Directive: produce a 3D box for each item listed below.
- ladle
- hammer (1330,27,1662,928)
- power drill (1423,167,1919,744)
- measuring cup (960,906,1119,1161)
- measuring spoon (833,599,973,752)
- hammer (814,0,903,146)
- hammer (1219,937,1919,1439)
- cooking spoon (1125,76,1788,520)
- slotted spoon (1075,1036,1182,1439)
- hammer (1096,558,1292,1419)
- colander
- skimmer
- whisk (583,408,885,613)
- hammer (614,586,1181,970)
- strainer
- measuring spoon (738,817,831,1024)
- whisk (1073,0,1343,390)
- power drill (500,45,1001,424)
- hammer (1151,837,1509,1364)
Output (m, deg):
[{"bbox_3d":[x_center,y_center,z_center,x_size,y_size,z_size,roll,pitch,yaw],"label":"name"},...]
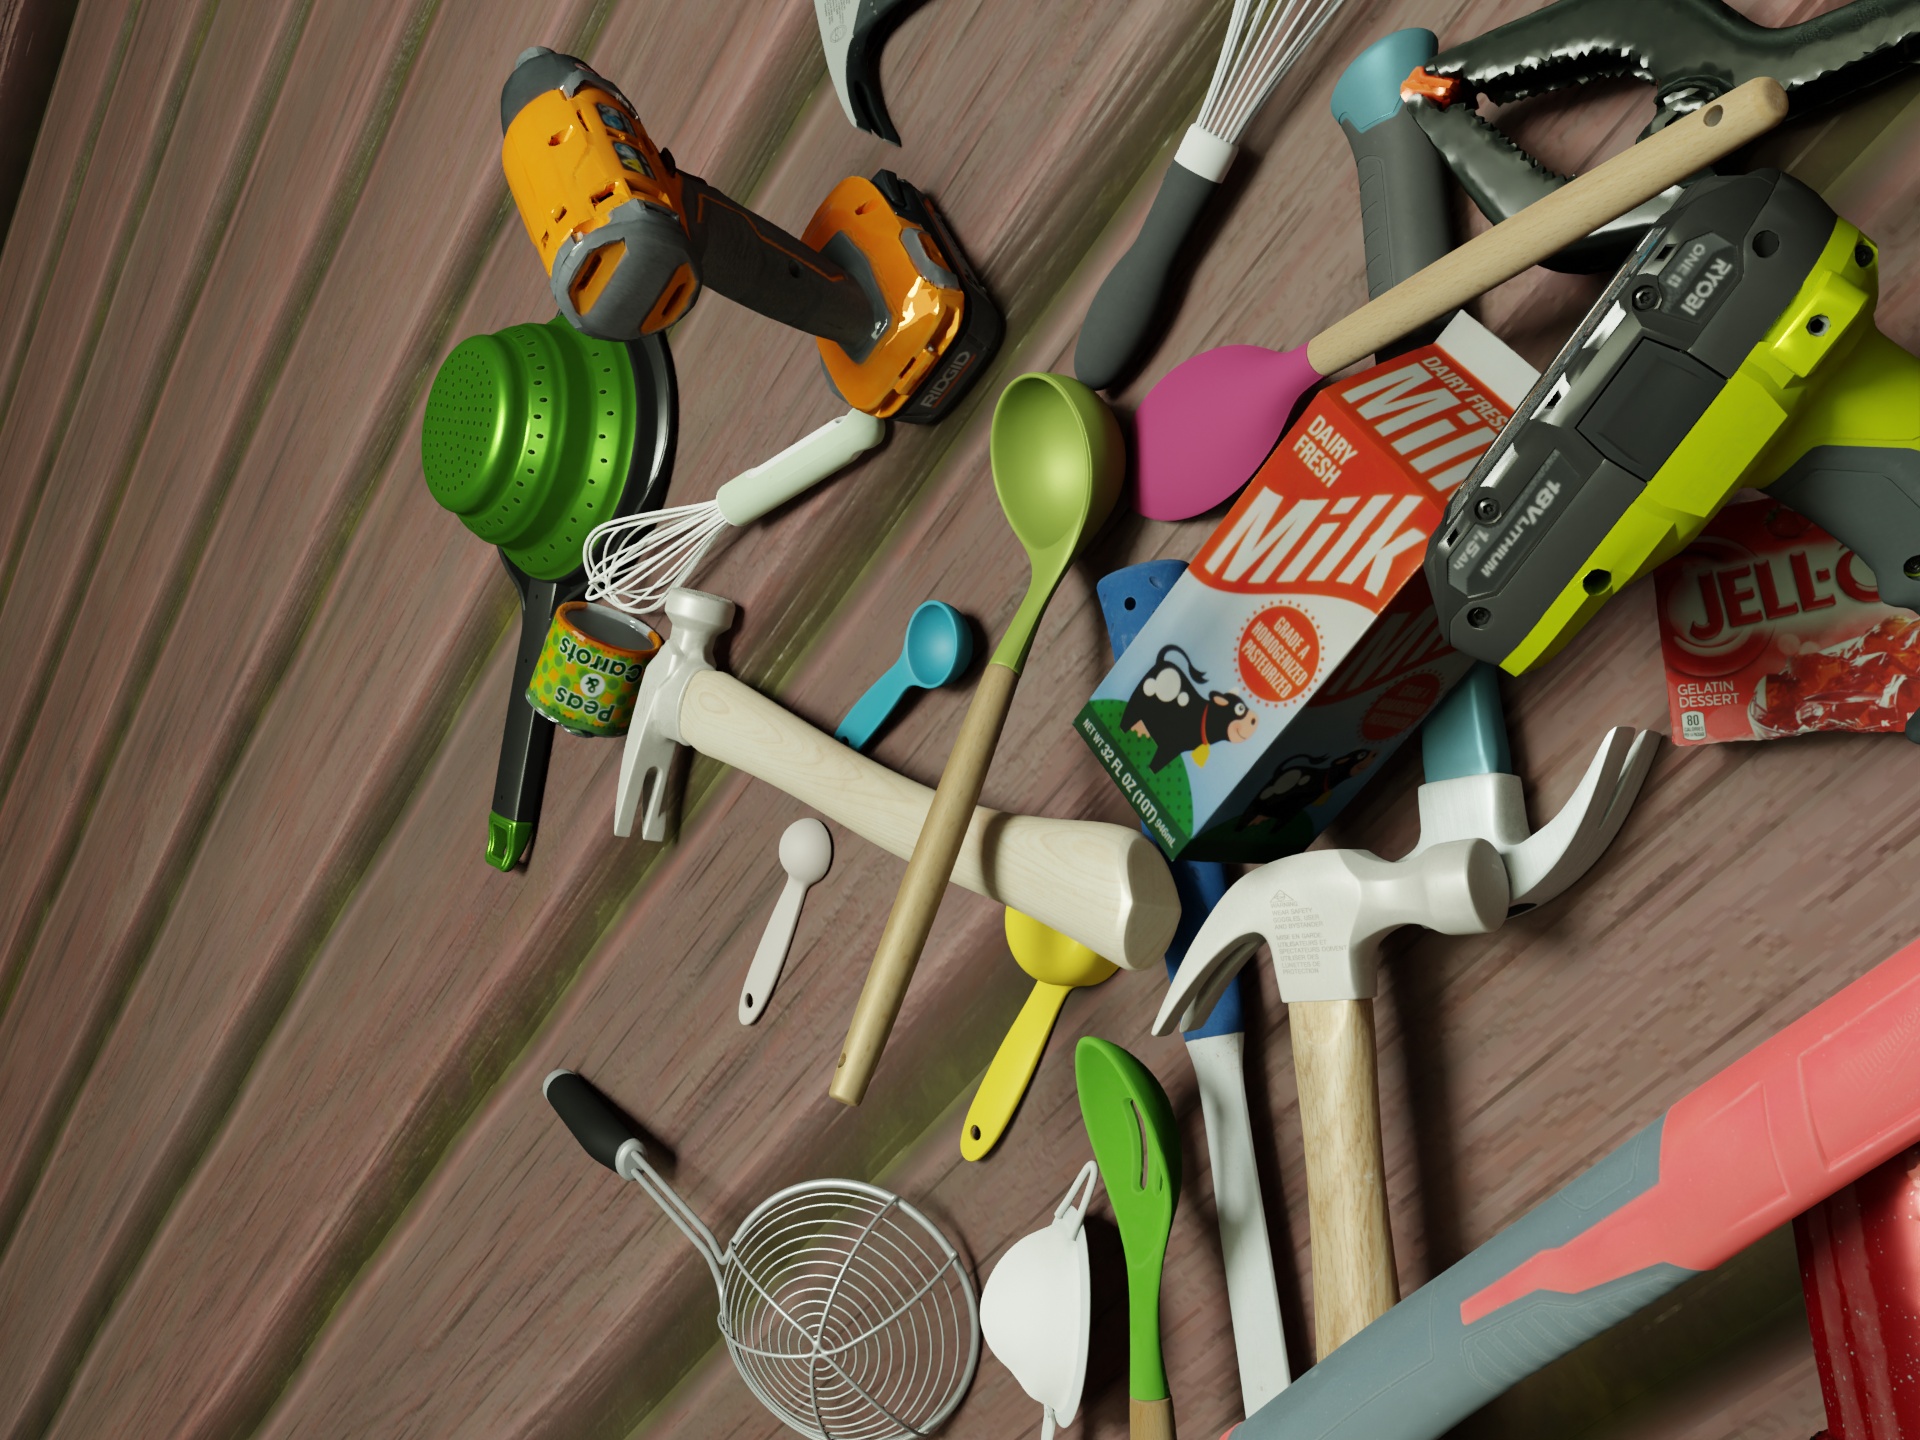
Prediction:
[{"bbox_3d":[-0.001,-0.002,0.651,0.078,0.062,0.320,-20,45,61],"label":"ladle"},{"bbox_3d":[0.170,-0.091,0.577,0.128,0.033,0.331,-14,75,45],"label":"hammer"},{"bbox_3d":[0.240,-0.020,0.405,0.223,0.080,0.171,35,113,7],"label":"power drill"},{"bbox_3d":[0.025,0.131,0.702,0.062,0.029,0.156,37,110,42],"label":"measuring cup"},{"bbox_3d":[-0.029,-0.014,0.791,0.128,0.021,0.042,-46,54,44],"label":"measuring spoon"},{"bbox_3d":[0.071,-0.403,0.717,0.409,0.036,0.149,-13,77,44],"label":"hammer"},{"bbox_3d":[0.177,0.107,0.409,0.143,0.038,0.386,53,129,22],"label":"hammer"},{"bbox_3d":[0.145,-0.139,0.563,0.319,0.017,0.069,-21,67,60],"label":"cooking spoon"},{"bbox_3d":[0.071,0.275,0.586,0.070,0.031,0.314,157,111,-72],"label":"slotted spoon"},{"bbox_3d":[0.096,0.136,0.625,0.144,0.035,0.406,-20,71,43],"label":"hammer"},{"bbox_3d":[-0.291,-0.099,1.011,0.205,0.094,0.397,16,96,46],"label":"colander"},{"bbox_3d":[-0.125,0.256,0.845,0.363,0.090,0.127,16,100,56],"label":"skimmer"},{"bbox_3d":[-0.132,-0.117,0.886,0.246,0.058,0.059,-23,107,38],"label":"whisk"},{"bbox_3d":[-0.053,0.042,0.758,0.411,0.038,0.146,22,98,50],"label":"hammer"},{"bbox_3d":[0.034,0.311,0.657,0.087,0.050,0.258,-166,75,-82],"label":"strainer"},{"bbox_3d":[-0.100,0.108,0.843,0.034,0.018,0.124,35,110,42],"label":"measuring spoon"},{"bbox_3d":[0.115,-0.260,0.643,0.070,0.070,0.284,51,125,37],"label":"whisk"},{"bbox_3d":[-0.103,-0.229,0.736,0.084,0.226,0.164,-47,54,32],"label":"power drill"},{"bbox_3d":[0.132,0.209,0.532,0.130,0.031,0.331,-12,76,42],"label":"hammer"}]
